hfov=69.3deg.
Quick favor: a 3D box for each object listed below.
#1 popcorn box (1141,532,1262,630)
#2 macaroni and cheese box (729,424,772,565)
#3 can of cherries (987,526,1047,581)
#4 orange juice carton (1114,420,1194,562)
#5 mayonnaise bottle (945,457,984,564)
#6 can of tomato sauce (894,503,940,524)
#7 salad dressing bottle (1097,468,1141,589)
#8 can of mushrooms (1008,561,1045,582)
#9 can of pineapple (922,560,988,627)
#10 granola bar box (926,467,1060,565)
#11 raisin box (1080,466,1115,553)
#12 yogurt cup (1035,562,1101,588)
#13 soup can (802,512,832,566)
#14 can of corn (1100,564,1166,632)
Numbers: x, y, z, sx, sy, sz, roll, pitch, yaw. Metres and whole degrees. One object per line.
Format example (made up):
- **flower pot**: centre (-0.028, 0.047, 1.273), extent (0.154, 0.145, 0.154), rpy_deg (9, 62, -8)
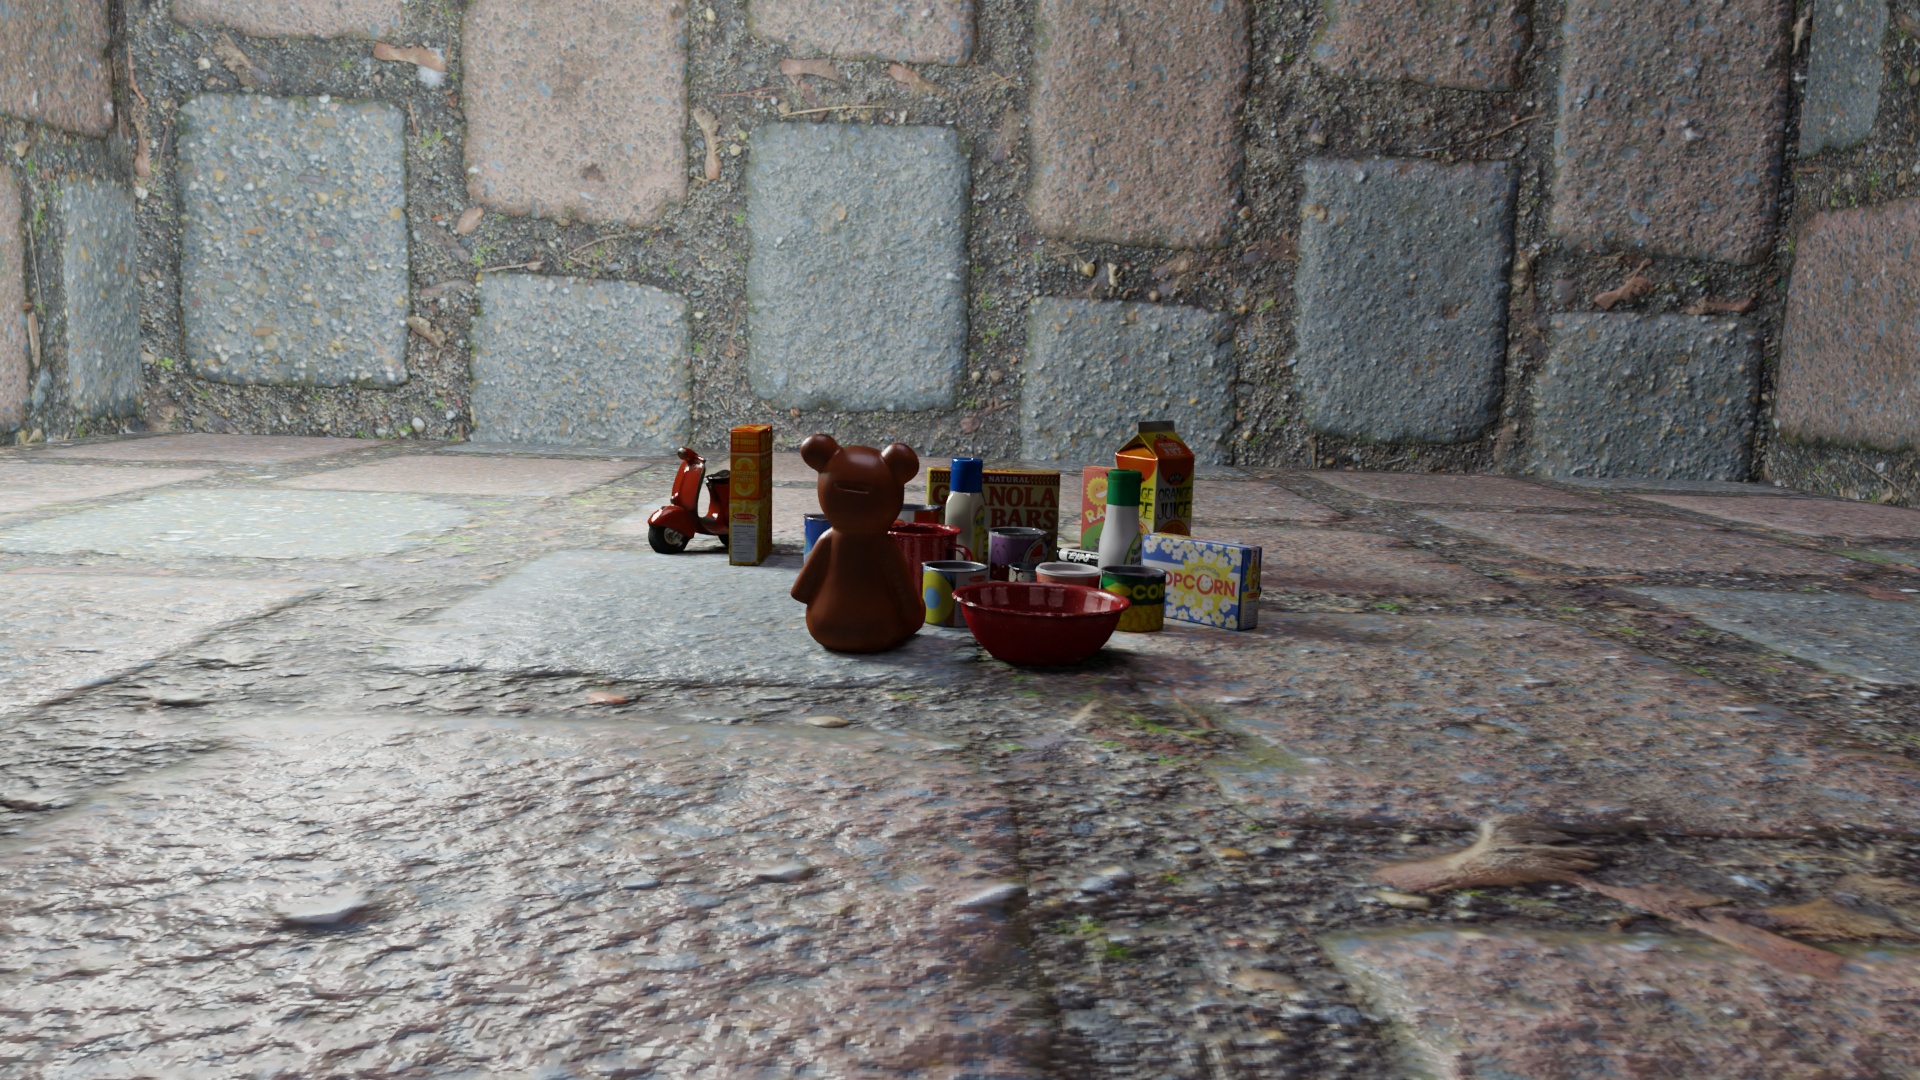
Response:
- **popcorn box**: centre (0.249, 0.041, 1.445), extent (0.126, 0.085, 0.038), rpy_deg (9, 10, 43)
- **macaroni and cheese box**: centre (-0.261, -0.060, 1.745), extent (0.040, 0.166, 0.124), rpy_deg (2, 8, 0)
- **can of cherries**: centre (0.068, 0.016, 1.671), extent (0.071, 0.058, 0.071), rpy_deg (2, 8, 0)
- **orange juice carton**: centre (0.238, -0.053, 1.722), extent (0.072, 0.192, 0.073), rpy_deg (-5, 10, -41)
- **mayonnaise bottle**: centre (0.006, -0.020, 1.594), extent (0.041, 0.147, 0.065), rpy_deg (5, 8, 19)
- **can of tomato sauce**: centre (-0.059, 0.000, 1.670), extent (0.071, 0.083, 0.071), rpy_deg (2, 8, 0)
- **salad dressing bottle**: centre (0.176, -0.004, 1.520), extent (0.044, 0.147, 0.064), rpy_deg (6, 9, 29)
- **can of mushrooms**: centre (0.086, 0.045, 1.565), extent (0.071, 0.033, 0.071), rpy_deg (2, 8, 0)
- **can of pineapple**: centre (-0.006, 0.053, 1.398), extent (0.071, 0.057, 0.071), rpy_deg (2, 8, 0)
- **granola bar box**: centre (0.040, -0.027, 1.738), extent (0.166, 0.124, 0.039), rpy_deg (1, 7, -3)
- **raisin box**: centre (0.204, -0.034, 1.830), extent (0.086, 0.123, 0.040), rpy_deg (6, 8, 27)
- **yogurt cup**: centre (0.111, 0.054, 1.429), extent (0.072, 0.054, 0.072), rpy_deg (2, 8, 0)
- **soup can**: centre (-0.144, 0.014, 1.550), extent (0.071, 0.083, 0.071), rpy_deg (2, 8, 0)
- **can of corn**: centre (0.175, 0.058, 1.401), extent (0.071, 0.058, 0.071), rpy_deg (2, 8, 0)
